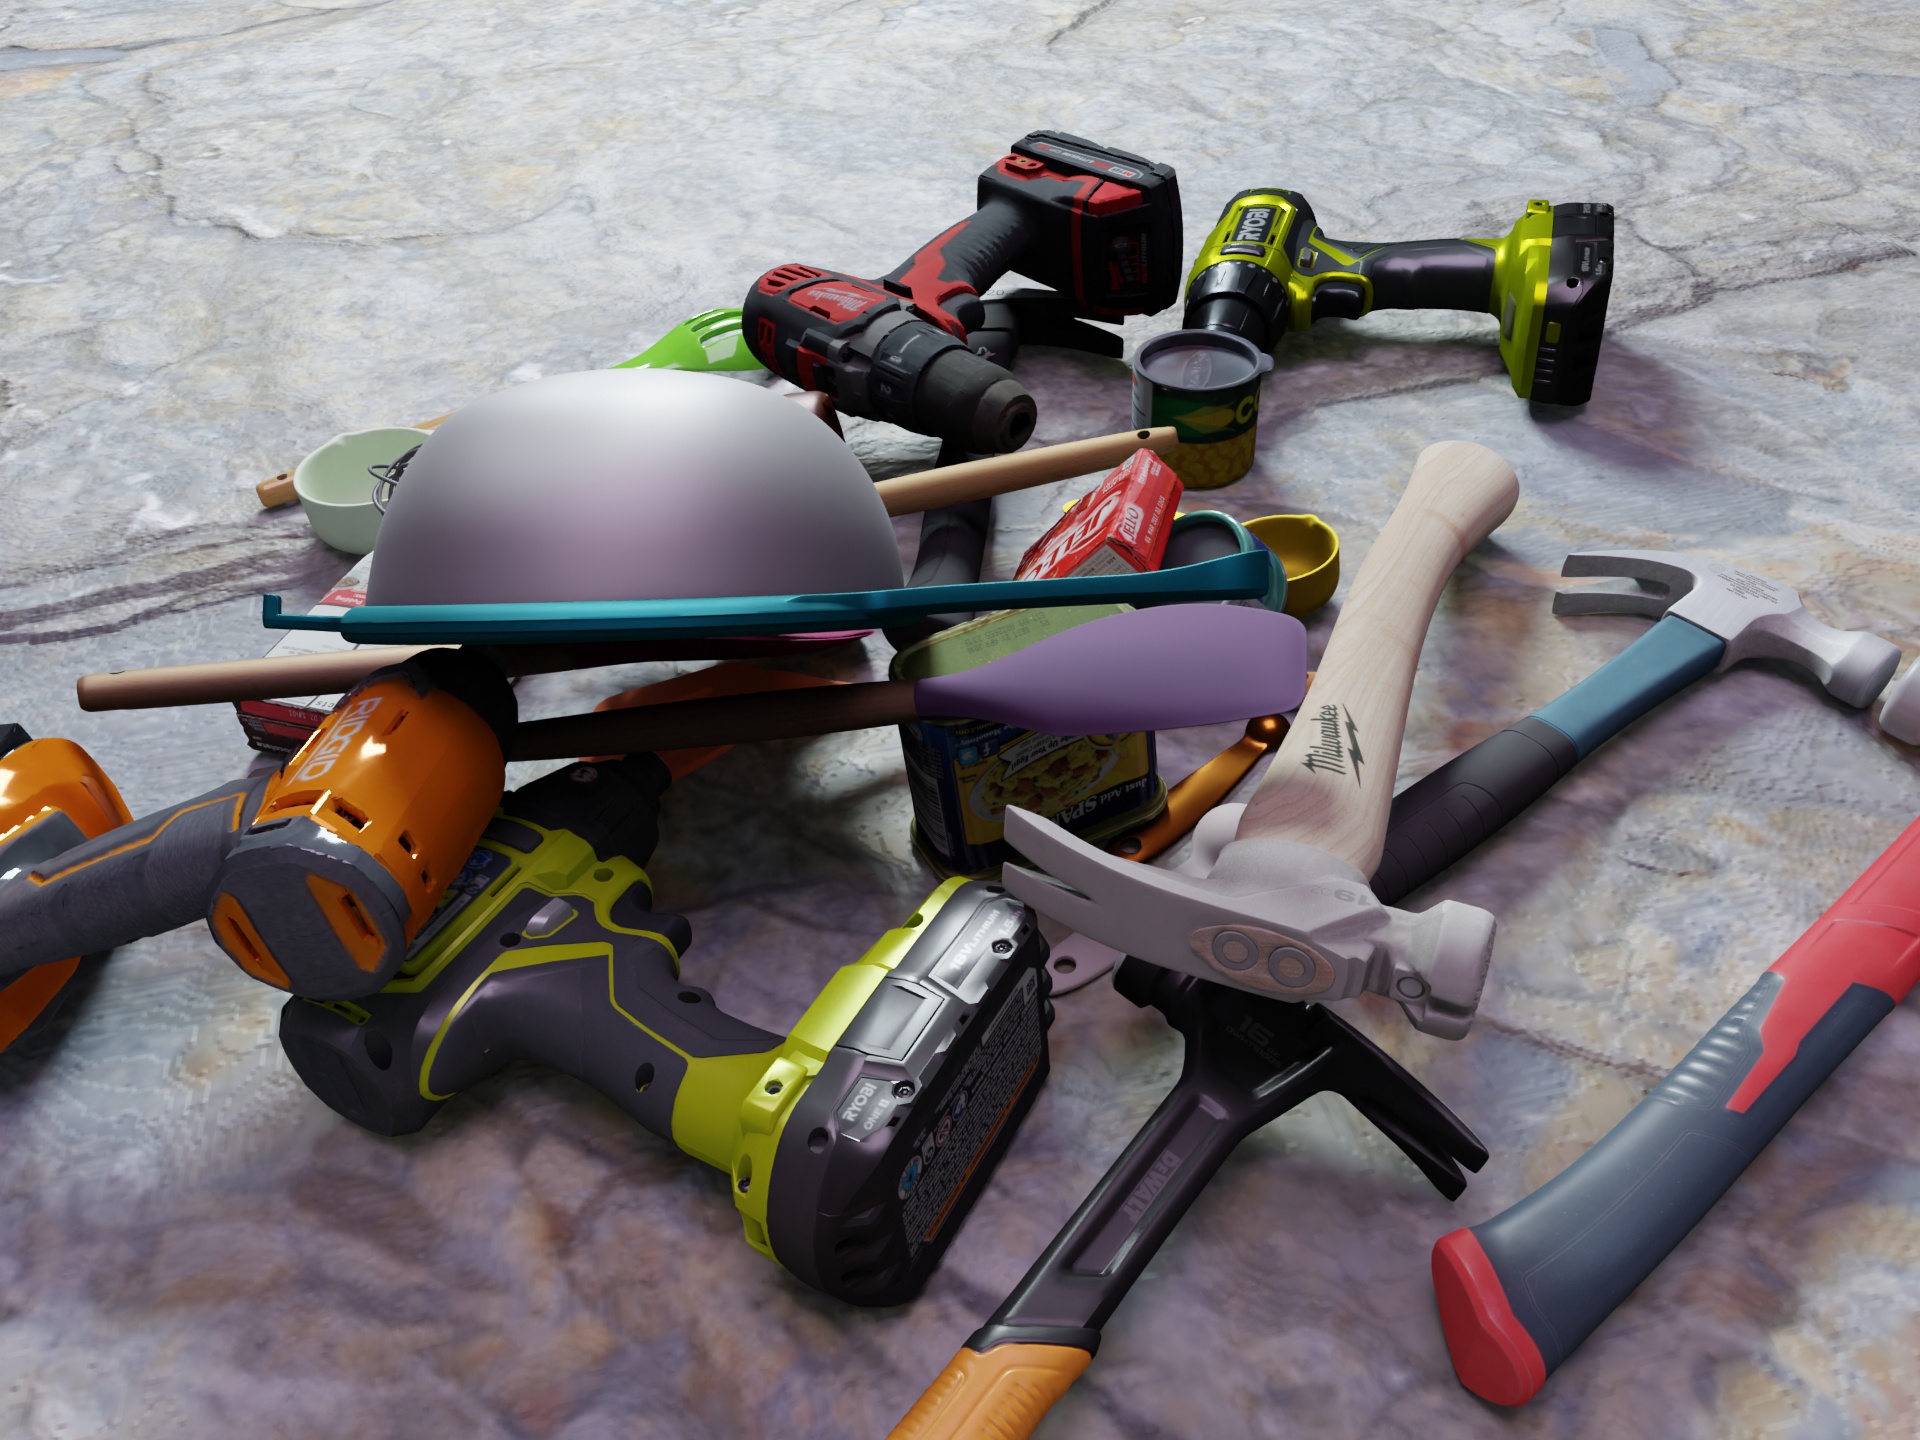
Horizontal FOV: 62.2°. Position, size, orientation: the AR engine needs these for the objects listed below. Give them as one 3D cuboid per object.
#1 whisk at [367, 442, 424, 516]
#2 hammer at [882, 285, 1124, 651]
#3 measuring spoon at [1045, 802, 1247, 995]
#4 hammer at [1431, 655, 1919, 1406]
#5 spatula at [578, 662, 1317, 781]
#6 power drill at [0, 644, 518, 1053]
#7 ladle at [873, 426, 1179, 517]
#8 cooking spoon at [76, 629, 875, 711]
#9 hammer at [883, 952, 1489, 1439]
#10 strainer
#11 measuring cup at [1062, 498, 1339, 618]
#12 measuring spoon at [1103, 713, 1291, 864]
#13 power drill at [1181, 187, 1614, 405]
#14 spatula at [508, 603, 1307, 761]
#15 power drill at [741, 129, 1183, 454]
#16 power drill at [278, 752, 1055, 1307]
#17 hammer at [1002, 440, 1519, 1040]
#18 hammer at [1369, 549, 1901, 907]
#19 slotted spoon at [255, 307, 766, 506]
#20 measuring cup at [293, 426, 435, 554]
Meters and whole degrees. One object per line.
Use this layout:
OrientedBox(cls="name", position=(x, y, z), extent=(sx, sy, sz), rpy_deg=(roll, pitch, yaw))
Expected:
OrientedBox(cls="whisk", position=(-0.155, -0.082, 0.720), extent=(0.239, 0.055, 0.055), rpy_deg=(15, 42, 5))
OrientedBox(cls="hammer", position=(0.009, -0.139, 0.825), extent=(0.146, 0.035, 0.335), rpy_deg=(1, 41, 6))
OrientedBox(cls="measuring spoon", position=(0.073, 0.064, 0.593), extent=(0.124, 0.018, 0.034), rpy_deg=(-31, 48, -28))
OrientedBox(cls="hammer", position=(0.299, 0.099, 0.523), extent=(0.386, 0.038, 0.143), rpy_deg=(-31, 49, -29))
OrientedBox(cls="spatula", position=(-0.001, -0.002, 0.675), extent=(0.322, 0.041, 0.081), rpy_deg=(-2, 38, -5))
OrientedBox(cls="power drill", position=(-0.265, 0.037, 0.556), extent=(0.226, 0.084, 0.164), rpy_deg=(-12, 30, 14))
OrientedBox(cls="ladle", position=(-0.054, -0.102, 0.749), extent=(0.315, 0.031, 0.069), rpy_deg=(-10, 57, 9))
OrientedBox(cls="cooking spoon", position=(-0.188, -0.026, 0.664), extent=(0.318, 0.017, 0.069), rpy_deg=(-6, 15, -24))
OrientedBox(cls="hammer", position=(0.011, 0.192, 0.424), extent=(0.127, 0.034, 0.337), rpy_deg=(35, 55, 20))
OrientedBox(cls="strainer", position=(-0.061, -0.078, 0.554), extent=(0.340, 0.095, 0.211), rpy_deg=(-1, 5, 27))
OrientedBox(cls="measuring cup", position=(0.111, -0.081, 0.765), extent=(0.157, 0.029, 0.062), rpy_deg=(20, 49, 42))
OrientedBox(cls="measuring spoon", position=(0.096, 0.026, 0.641), extent=(0.021, 0.011, 0.117), rpy_deg=(30, 51, 33))
OrientedBox(cls="power drill", position=(0.239, -0.235, 0.893), extent=(0.228, 0.080, 0.191), rpy_deg=(8, 41, 17))
OrientedBox(cls="spatula", position=(-0.038, -0.006, 0.561), extent=(0.316, 0.018, 0.060), rpy_deg=(-6, 44, 18))
OrientedBox(cls="power drill", position=(0.021, -0.221, 0.837), extent=(0.227, 0.080, 0.188), rpy_deg=(-36, 49, -27))
OrientedBox(cls="power drill", position=(-0.089, 0.086, 0.535), extent=(0.223, 0.080, 0.171), rpy_deg=(15, 44, 25))
OrientedBox(cls="hammer", position=(0.153, -0.031, 0.620), extent=(0.146, 0.038, 0.411), rpy_deg=(14, 33, 18))
OrientedBox(cls="hammer", position=(0.225, 0.016, 0.629), extent=(0.331, 0.033, 0.128), rpy_deg=(-28, 47, -27))
OrientedBox(cls="slotted spoon", position=(-0.236, -0.178, 0.893), extent=(0.314, 0.031, 0.070), rpy_deg=(-25, 45, -22))
OrientedBox(cls="measuring cup", position=(-0.261, -0.133, 0.834), extent=(0.167, 0.038, 0.083), rpy_deg=(-28, 46, -29))
